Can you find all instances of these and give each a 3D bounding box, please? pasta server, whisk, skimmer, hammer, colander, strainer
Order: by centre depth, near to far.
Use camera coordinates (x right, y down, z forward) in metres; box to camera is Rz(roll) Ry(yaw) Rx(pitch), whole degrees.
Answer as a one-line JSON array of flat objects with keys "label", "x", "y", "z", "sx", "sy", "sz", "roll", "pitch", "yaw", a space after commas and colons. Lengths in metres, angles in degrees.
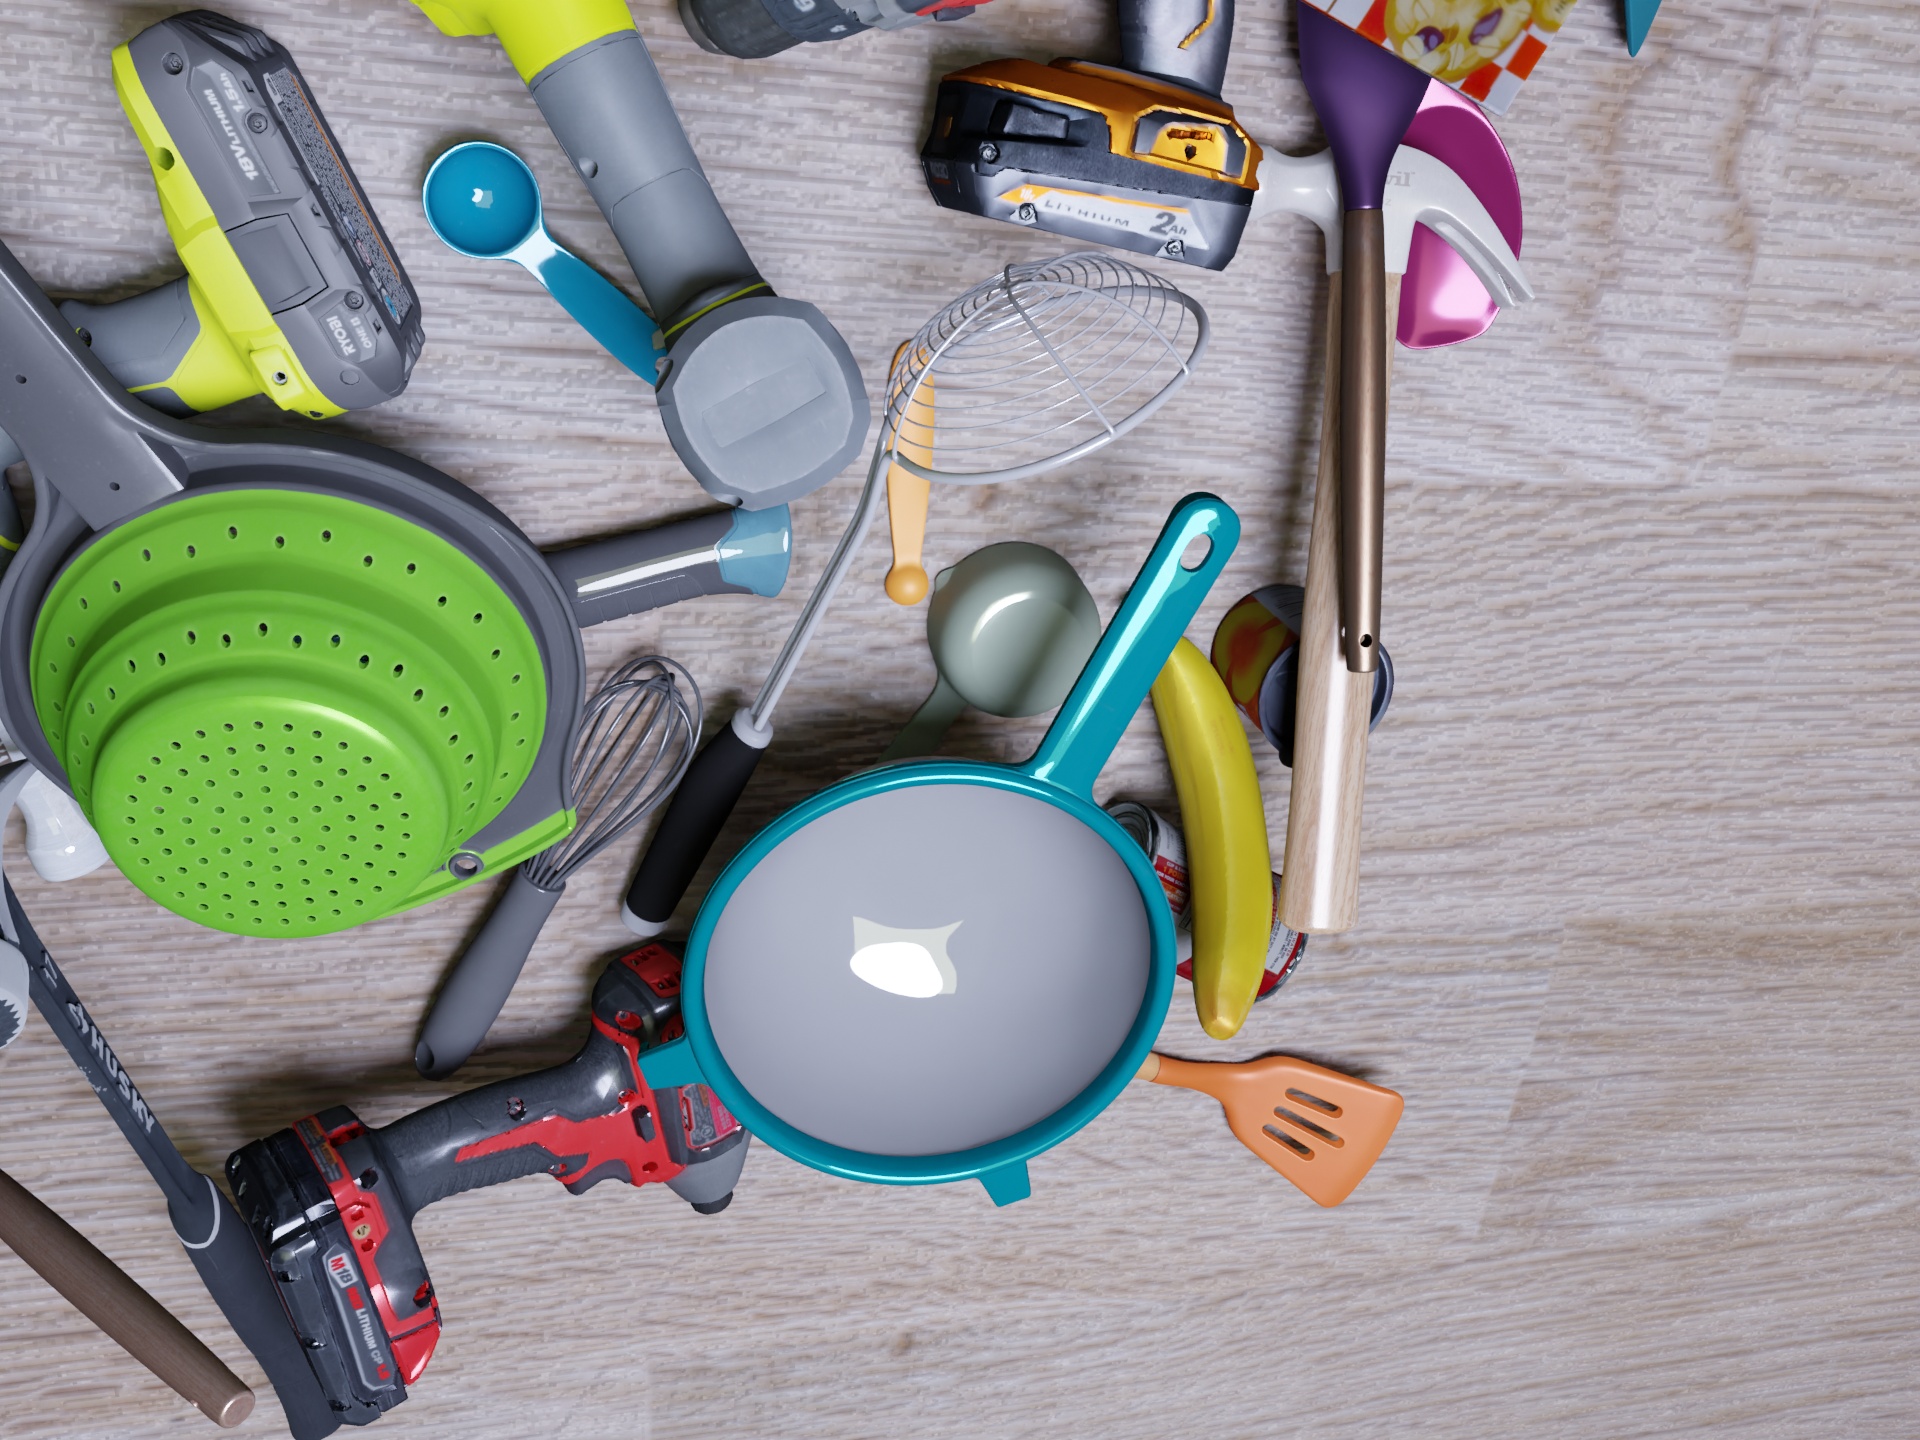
[{"label": "colander", "x": -0.266, "y": -0.049, "z": 0.511, "sx": 0.204, "sy": 0.095, "sz": 0.396, "roll": -24, "pitch": 128, "yaw": 4}, {"label": "pasta server", "x": -0.368, "y": 0.182, "z": 0.593, "sx": 0.040, "sy": 0.316, "sz": 0.060, "roll": -44, "pitch": 141, "yaw": -37}, {"label": "hammer", "x": -0.227, "y": -0.034, "z": 0.643, "sx": 0.331, "sy": 0.033, "sz": 0.128, "roll": -15, "pitch": 119, "yaw": -8}, {"label": "skimmer", "x": -0.034, "y": -0.033, "z": 0.658, "sx": 0.090, "sy": 0.127, "sz": 0.363, "roll": 20, "pitch": 120, "yaw": -23}, {"label": "hammer", "x": -0.328, "y": 0.189, "z": 0.664, "sx": 0.036, "sy": 0.149, "sz": 0.408, "roll": -17, "pitch": 133, "yaw": -15}, {"label": "hammer", "x": 0.166, "y": -0.072, "z": 0.676, "sx": 0.130, "sy": 0.031, "sz": 0.331, "roll": 1, "pitch": 100, "yaw": -5}, {"label": "strainer", "x": 0.013, "y": 0.042, "z": 0.690, "sx": 0.211, "sy": 0.095, "sz": 0.340, "roll": 24, "pitch": 107, "yaw": -18}, {"label": "whisk", "x": -0.182, "y": 0.072, "z": 0.699, "sx": 0.055, "sy": 0.055, "sz": 0.239, "roll": 26, "pitch": 110, "yaw": -24}]

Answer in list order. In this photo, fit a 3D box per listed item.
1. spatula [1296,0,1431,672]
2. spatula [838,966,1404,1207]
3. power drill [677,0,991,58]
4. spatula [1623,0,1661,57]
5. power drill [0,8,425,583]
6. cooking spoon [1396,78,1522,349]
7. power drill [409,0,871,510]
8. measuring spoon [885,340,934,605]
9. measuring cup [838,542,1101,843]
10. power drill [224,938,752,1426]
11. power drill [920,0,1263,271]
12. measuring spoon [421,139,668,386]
[{"label": "spatula", "x": 0.162, "y": -0.176, "z": 0.632, "sx": 0.060, "sy": 0.018, "sz": 0.316, "roll": -1, "pitch": 99, "yaw": 0}, {"label": "spatula", "x": 0.083, "y": 0.179, "z": 0.825, "sx": 0.322, "sy": 0.041, "sz": 0.081, "roll": 20, "pitch": 109, "yaw": -22}, {"label": "power drill", "x": -0.046, "y": -0.331, "z": 0.494, "sx": 0.080, "sy": 0.188, "sz": 0.226, "roll": -35, "pitch": 115, "yaw": -43}, {"label": "spatula", "x": 0.181, "y": -0.330, "z": 0.560, "sx": 0.317, "sy": 0.044, "sz": 0.082, "roll": 9, "pitch": 106, "yaw": -34}, {"label": "power drill", "x": -0.318, "y": -0.145, "z": 0.542, "sx": 0.223, "sy": 0.080, "sz": 0.171, "roll": -22, "pitch": 120, "yaw": 0}, {"label": "cooking spoon", "x": 0.184, "y": -0.304, "z": 0.633, "sx": 0.069, "sy": 0.017, "sz": 0.318, "roll": -11, "pitch": 118, "yaw": 4}, {"label": "power drill", "x": -0.105, "y": -0.181, "z": 0.537, "sx": 0.080, "sy": 0.191, "sz": 0.228, "roll": -28, "pitch": 105, "yaw": -1}, {"label": "measuring spoon", "x": -0.021, "y": -0.102, "z": 0.678, "sx": 0.021, "sy": 0.011, "sz": 0.116, "roll": -4, "pitch": 116, "yaw": -13}, {"label": "measuring cup", "x": -0.001, "y": -0.002, "z": 0.715, "sx": 0.083, "sy": 0.038, "sz": 0.167, "roll": 32, "pitch": 102, "yaw": -26}, {"label": "power drill", "x": -0.193, "y": 0.203, "z": 0.712, "sx": 0.219, "sy": 0.079, "sz": 0.143, "roll": -24, "pitch": 122, "yaw": -30}, {"label": "power drill", "x": 0.054, "y": -0.292, "z": 0.572, "sx": 0.164, "sy": 0.084, "sz": 0.226, "roll": 7, "pitch": 108, "yaw": -18}, {"label": "measuring spoon", "x": -0.151, "y": -0.171, "z": 0.611, "sx": 0.042, "sy": 0.021, "sz": 0.128, "roll": -44, "pitch": 127, "yaw": 7}]
